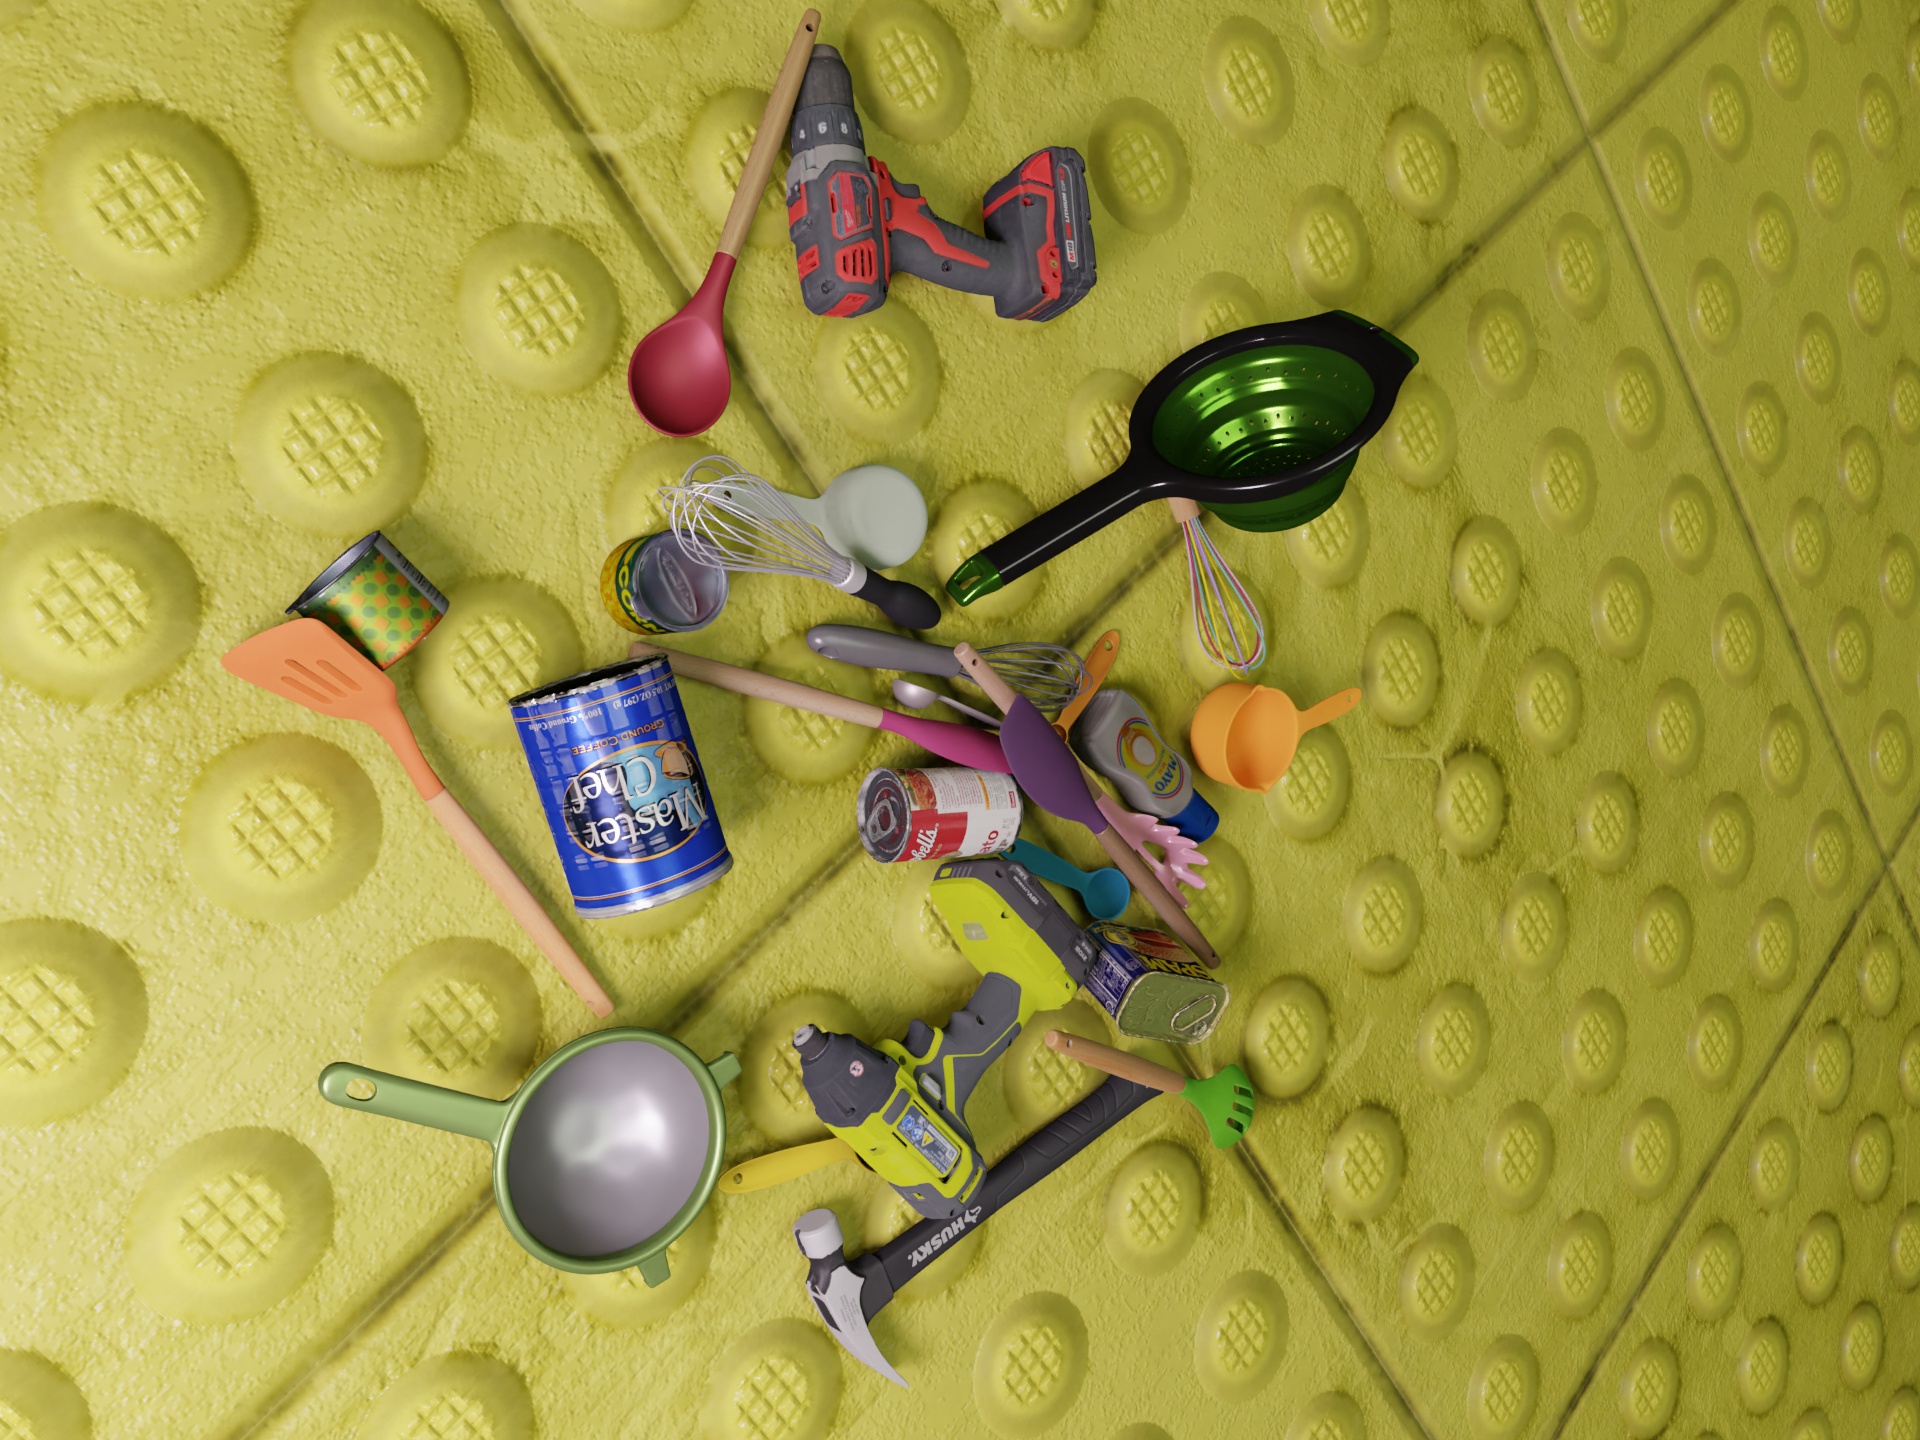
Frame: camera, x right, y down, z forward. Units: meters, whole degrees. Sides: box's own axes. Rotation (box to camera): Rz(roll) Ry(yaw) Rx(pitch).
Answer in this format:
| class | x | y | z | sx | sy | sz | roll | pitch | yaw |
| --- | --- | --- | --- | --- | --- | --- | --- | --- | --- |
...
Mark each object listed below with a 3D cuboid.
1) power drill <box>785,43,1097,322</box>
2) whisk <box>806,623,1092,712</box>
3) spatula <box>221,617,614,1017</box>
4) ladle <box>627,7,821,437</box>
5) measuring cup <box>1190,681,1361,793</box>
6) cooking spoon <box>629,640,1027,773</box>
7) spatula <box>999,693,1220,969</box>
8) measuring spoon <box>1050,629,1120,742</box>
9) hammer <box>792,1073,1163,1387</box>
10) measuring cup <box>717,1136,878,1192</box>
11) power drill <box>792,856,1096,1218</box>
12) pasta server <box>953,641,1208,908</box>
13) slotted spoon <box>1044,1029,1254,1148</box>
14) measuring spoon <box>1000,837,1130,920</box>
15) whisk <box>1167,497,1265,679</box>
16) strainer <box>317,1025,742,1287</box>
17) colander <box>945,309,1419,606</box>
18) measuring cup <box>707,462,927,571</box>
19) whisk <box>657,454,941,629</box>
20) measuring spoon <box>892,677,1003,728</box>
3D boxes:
| class | x | y | z | sx | sy | sz | roll | pitch | yaw |
| --- | --- | --- | --- | --- | --- | --- | --- | --- | --- |
| power drill | -0.021 | -0.380 | 1.144 | 0.226 | 0.080 | 0.188 | -4 | 85 | -30 |
| whisk | -0.004 | -0.043 | 1.169 | 0.238 | 0.055 | 0.055 | 9 | 85 | -31 |
| spatula | -0.307 | 0.068 | 0.957 | 0.322 | 0.081 | 0.041 | 59 | 29 | -24 |
| ladle | -0.149 | -0.335 | 1.066 | 0.069 | 0.031 | 0.315 | 21 | 82 | -23 |
| measuring cup | 0.265 | -0.001 | 1.344 | 0.173 | 0.052 | 0.095 | -21 | 113 | -34 |
| cooking spoon | -0.080 | -0.008 | 1.115 | 0.318 | 0.069 | 0.017 | 15 | 110 | -28 |
| spatula | 0.119 | 0.099 | 1.218 | 0.315 | 0.018 | 0.060 | 49 | 52 | -32 |
| measuring spoon | 0.096 | -0.026 | 1.261 | 0.021 | 0.011 | 0.117 | 39 | 65 | -16 |
| hammer | 0.032 | 0.353 | 1.193 | 0.335 | 0.035 | 0.146 | -27 | 107 | -33 |
| measuring cup | -0.101 | 0.299 | 1.110 | 0.156 | 0.029 | 0.062 | -9 | 94 | -31 |
| power drill | -0.011 | 0.210 | 1.122 | 0.171 | 0.080 | 0.223 | 50 | 56 | -21 |
| pasta server | 0.093 | 0.044 | 1.214 | 0.060 | 0.040 | 0.315 | -49 | 125 | -8 |
| slotted spoon | 0.155 | 0.279 | 1.232 | 0.313 | 0.031 | 0.070 | 31 | 68 | -47 |
| measuring spoon | 0.076 | 0.118 | 1.243 | 0.128 | 0.021 | 0.042 | 27 | 80 | -22 |
| whisk | 0.196 | -0.146 | 1.311 | 0.047 | 0.051 | 0.245 | -28 | 102 | -26 |
| strainer | -0.268 | 0.243 | 0.968 | 0.256 | 0.069 | 0.151 | 25 | 78 | -31 |
| colander | 0.171 | -0.172 | 1.230 | 0.397 | 0.205 | 0.094 | -31 | 134 | -8 |
| measuring cup | -0.095 | -0.148 | 1.110 | 0.167 | 0.038 | 0.083 | 5 | 87 | -37 |
| whisk | -0.096 | -0.107 | 1.062 | 0.284 | 0.070 | 0.070 | 23 | 76 | -55 |
| measuring spoon | -0.002 | -0.004 | 1.181 | 0.124 | 0.034 | 0.018 | 23 | 87 | -37 |
